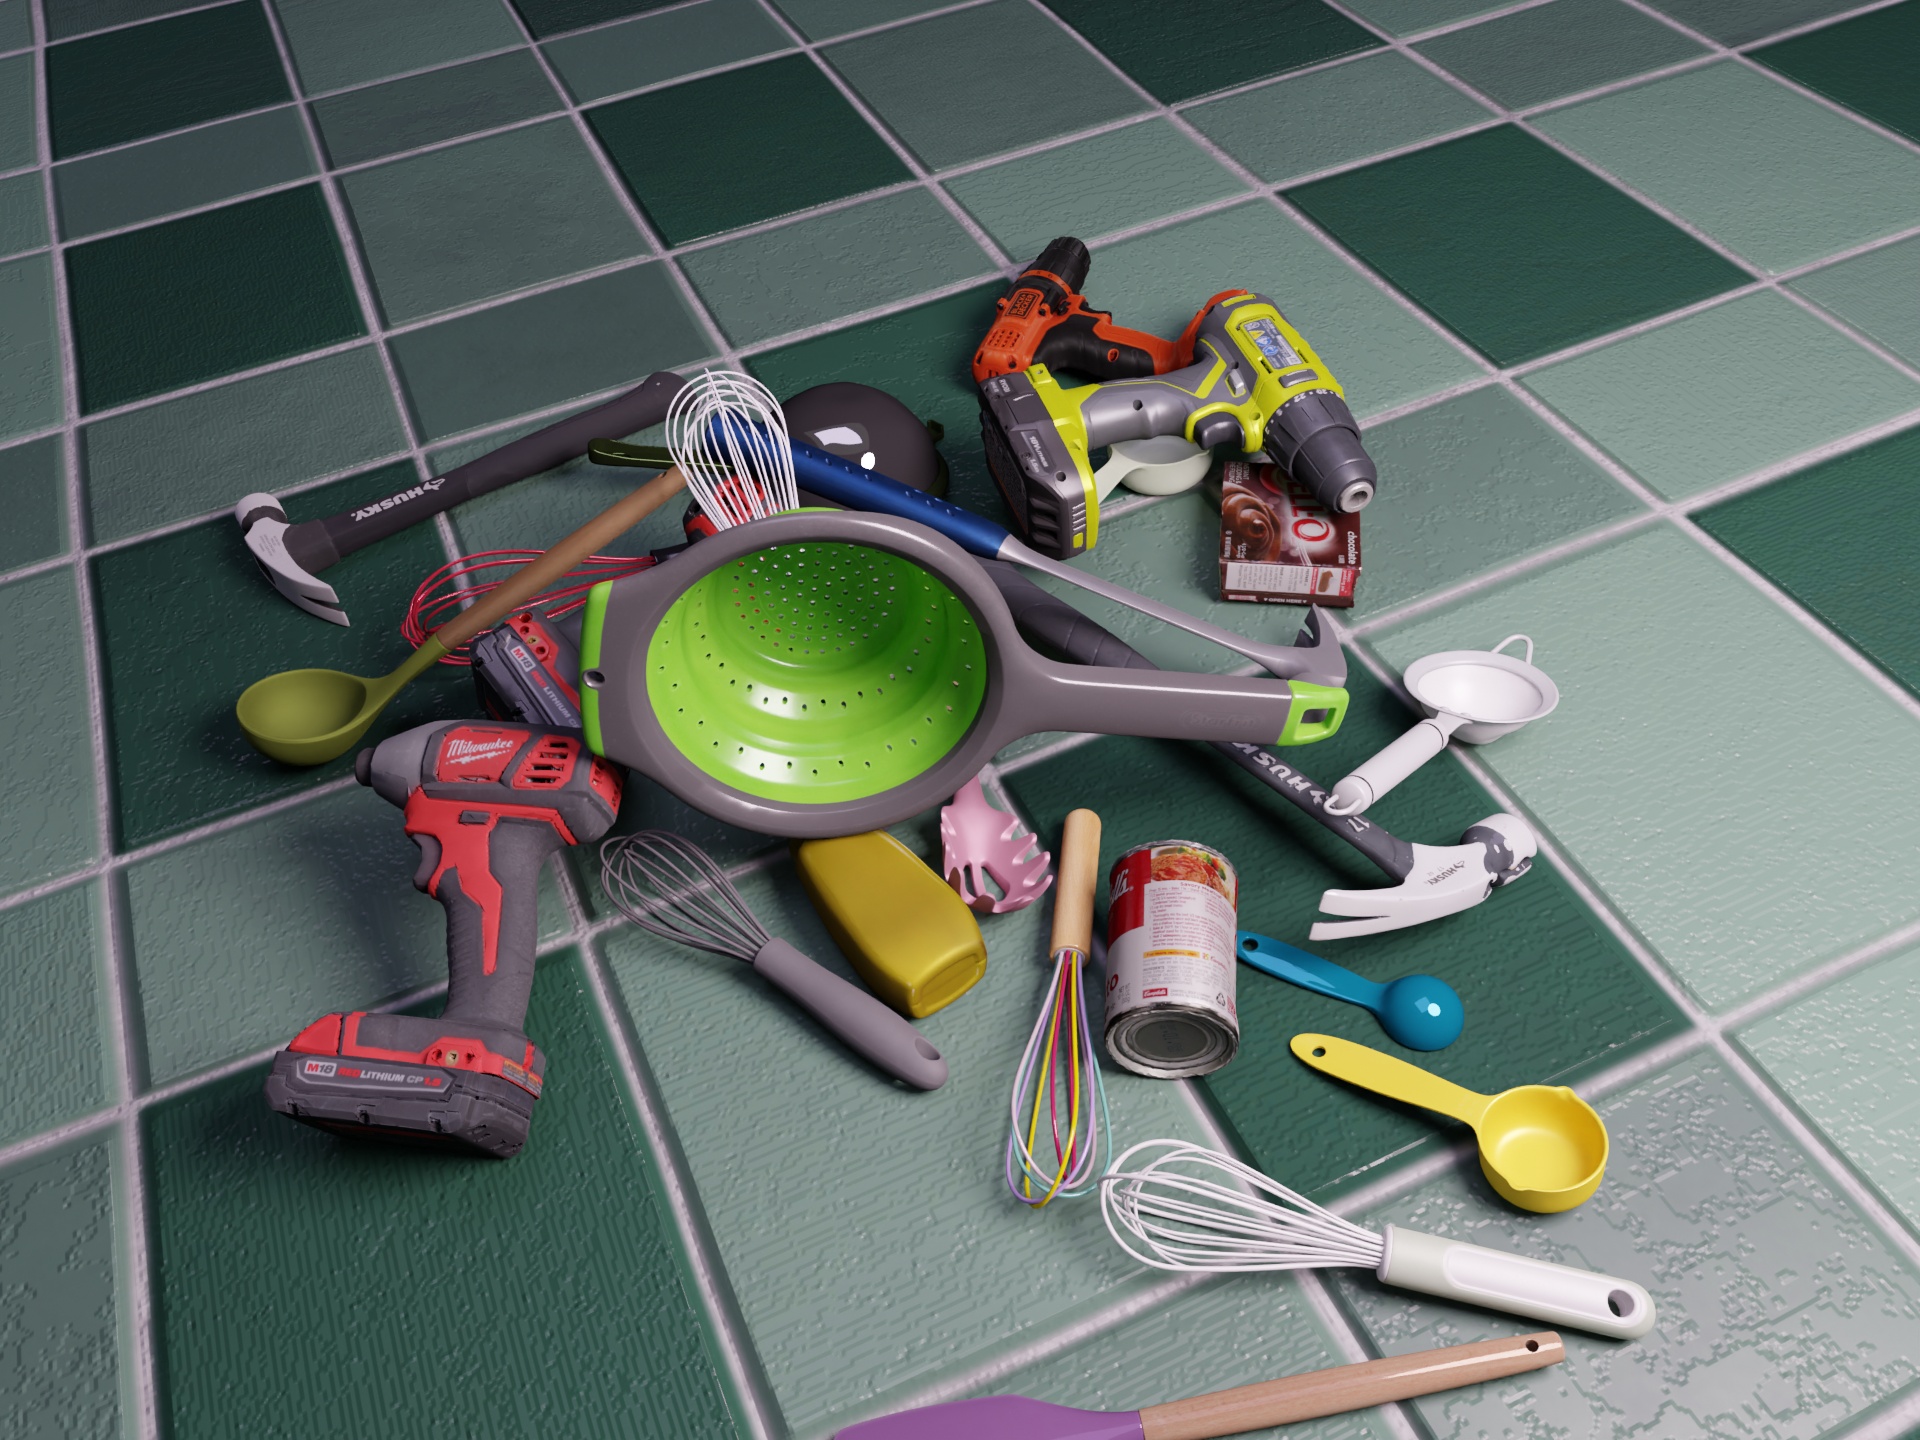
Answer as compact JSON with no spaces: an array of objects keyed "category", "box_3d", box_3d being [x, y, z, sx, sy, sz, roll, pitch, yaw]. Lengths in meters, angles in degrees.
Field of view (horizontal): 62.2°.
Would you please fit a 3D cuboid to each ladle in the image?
[{"category":"ladle","box_3d":[-0.300,-0.070,0.962,0.320,0.062,0.078,-33,38,9]}]

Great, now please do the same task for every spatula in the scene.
[{"category":"spatula","box_3d":[0.103,0.298,0.675,0.316,0.018,0.060,-11,48,-3]}]

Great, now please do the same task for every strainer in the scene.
[{"category":"strainer","box_3d":[-0.134,-0.200,1.109,0.256,0.069,0.152,5,36,1]},{"category":"strainer","box_3d":[0.259,0.008,0.875,0.087,0.050,0.258,20,29,33]}]

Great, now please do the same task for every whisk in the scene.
[{"category":"whisk","box_3d":[-0.222,-0.098,1.058,0.296,0.073,0.073,-16,47,-18]},{"category":"whisk","box_3d":[-0.102,0.125,0.842,0.239,0.055,0.055,30,56,25]},{"category":"whisk","box_3d":[0.181,0.235,0.709,0.246,0.059,0.058,11,61,9]},{"category":"whisk","box_3d":[0.057,0.138,0.816,0.051,0.047,0.245,1,44,9]},{"category":"whisk","box_3d":[-0.096,-0.067,0.914,0.070,0.070,0.284,-21,92,-14]}]

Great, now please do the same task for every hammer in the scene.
[{"category":"hammer","box_3d":[0.037,-0.100,0.951,0.405,0.035,0.144,23,25,8]},{"category":"hammer","box_3d":[-0.345,-0.176,1.157,0.335,0.035,0.146,-28,50,-20]},{"category":"hammer","box_3d":[0.125,-0.006,0.932,0.149,0.036,0.409,-19,42,-36]}]

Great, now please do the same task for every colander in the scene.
[{"category":"colander","box_3d":[0.005,-0.037,0.838,0.397,0.204,0.095,4,39,-10]}]

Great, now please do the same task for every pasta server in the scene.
[{"category":"pasta server","box_3d":[-0.002,-0.003,0.957,0.060,0.040,0.317,7,42,-18]}]

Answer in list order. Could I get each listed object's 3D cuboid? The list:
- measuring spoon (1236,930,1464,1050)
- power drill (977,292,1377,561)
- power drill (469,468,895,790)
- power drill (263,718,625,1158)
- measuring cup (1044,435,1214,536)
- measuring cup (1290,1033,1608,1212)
[{"category":"measuring spoon","box_3d":[0.196,0.130,0.820,0.129,0.021,0.042,20,52,21]},{"category":"power drill","box_3d":[0.142,-0.184,1.039,0.228,0.080,0.191,-17,51,-8]},{"category":"power drill","box_3d":[-0.155,-0.031,0.955,0.227,0.080,0.188,-36,79,-23]},{"category":"power drill","box_3d":[-0.264,0.102,0.814,0.143,0.078,0.220,4,66,10]},{"category":"measuring cup","box_3d":[0.111,-0.162,1.099,0.083,0.038,0.167,32,63,29]},{"category":"measuring cup","box_3d":[0.232,0.189,0.768,0.157,0.029,0.062,17,50,36]}]
